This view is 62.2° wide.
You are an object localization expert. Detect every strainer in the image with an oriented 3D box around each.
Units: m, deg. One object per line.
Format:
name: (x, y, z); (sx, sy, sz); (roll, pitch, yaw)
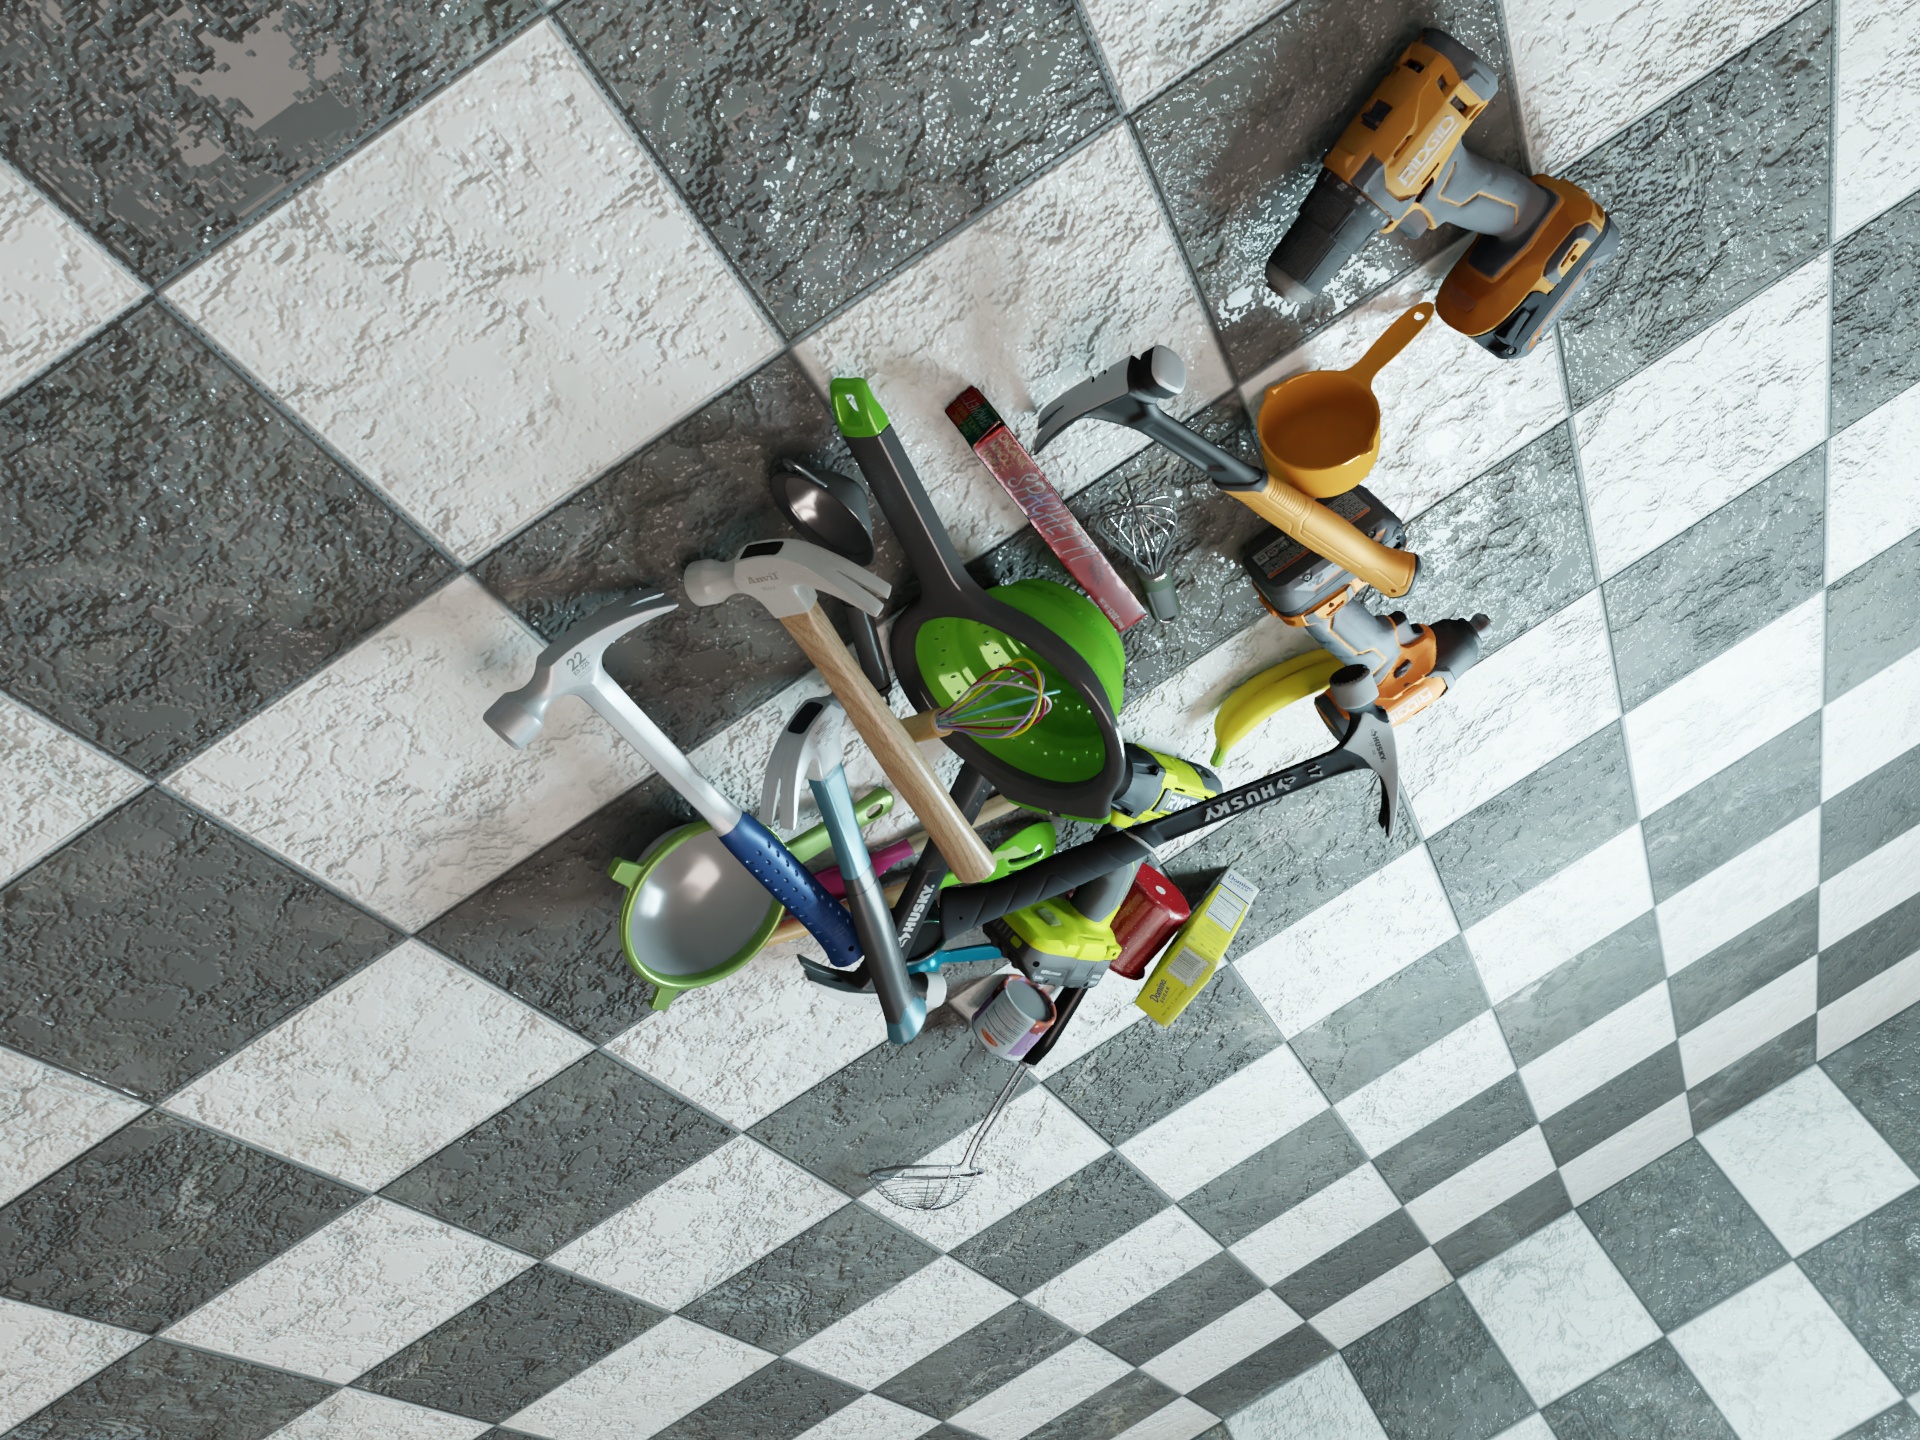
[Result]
strainer: (-0.076, -0.096, 1.102); (0.050, 0.087, 0.258); (-48, 147, -27)
strainer: (-0.172, 0.109, 1.276); (0.256, 0.069, 0.151); (-29, 129, -28)

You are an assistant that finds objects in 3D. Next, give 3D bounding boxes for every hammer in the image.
hammer: (0.169, 0.095, 1.320); (0.409, 0.036, 0.149); (-23, 111, 7)
hammer: (-0.172, 0.066, 1.175); (0.144, 0.035, 0.405); (-47, 135, -10)
hammer: (-0.022, 0.110, 1.341); (0.146, 0.035, 0.334); (9, 118, -32)
hammer: (0.210, -0.161, 1.140); (0.336, 0.034, 0.127); (23, 153, -34)
hammer: (-0.078, 0.126, 1.250); (0.128, 0.033, 0.330); (-47, 135, -39)
hammer: (-0.057, 0.002, 1.130); (0.130, 0.031, 0.331); (-8, 132, 31)

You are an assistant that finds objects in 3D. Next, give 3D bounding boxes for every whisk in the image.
whisk: (0.141, -0.116, 1.180); (0.058, 0.059, 0.246); (-16, 162, 9)
whisk: (-0.001, -0.006, 1.164); (0.051, 0.047, 0.245); (-27, -174, -29)

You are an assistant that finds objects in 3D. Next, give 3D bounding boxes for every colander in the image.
colander: (0.023, -0.097, 1.139); (0.094, 0.205, 0.396); (-51, 131, -28)

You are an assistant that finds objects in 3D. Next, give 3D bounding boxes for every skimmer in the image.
skimmer: (0.027, 0.392, 1.705); (0.127, 0.090, 0.363); (16, 112, -38)

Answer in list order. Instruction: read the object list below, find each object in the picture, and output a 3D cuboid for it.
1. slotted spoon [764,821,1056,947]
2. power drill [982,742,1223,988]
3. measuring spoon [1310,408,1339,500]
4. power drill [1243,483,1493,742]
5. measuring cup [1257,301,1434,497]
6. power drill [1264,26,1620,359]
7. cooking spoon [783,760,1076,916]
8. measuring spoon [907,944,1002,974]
slotted spoon: (-0.051, 0.154, 1.399); (0.313, 0.031, 0.070); (-16, 140, -18)
power drill: (0.122, 0.124, 1.411); (0.171, 0.080, 0.223); (15, 111, -48)
measuring spoon: (0.284, -0.223, 1.228); (0.034, 0.018, 0.124); (6, 122, -34)
power drill: (0.346, -0.089, 1.320); (0.164, 0.084, 0.226); (-35, 129, 6)
measuring cup: (0.293, -0.237, 1.177); (0.173, 0.095, 0.052); (-46, 151, -10)
power drill: (0.323, -0.329, 1.080); (0.226, 0.084, 0.185); (22, 114, -39)
cooking spoon: (-0.020, 0.098, 1.376); (0.319, 0.017, 0.068); (-24, 153, -7)
measuring spoon: (0.003, 0.232, 1.527); (0.128, 0.021, 0.042); (-3, 133, -27)
